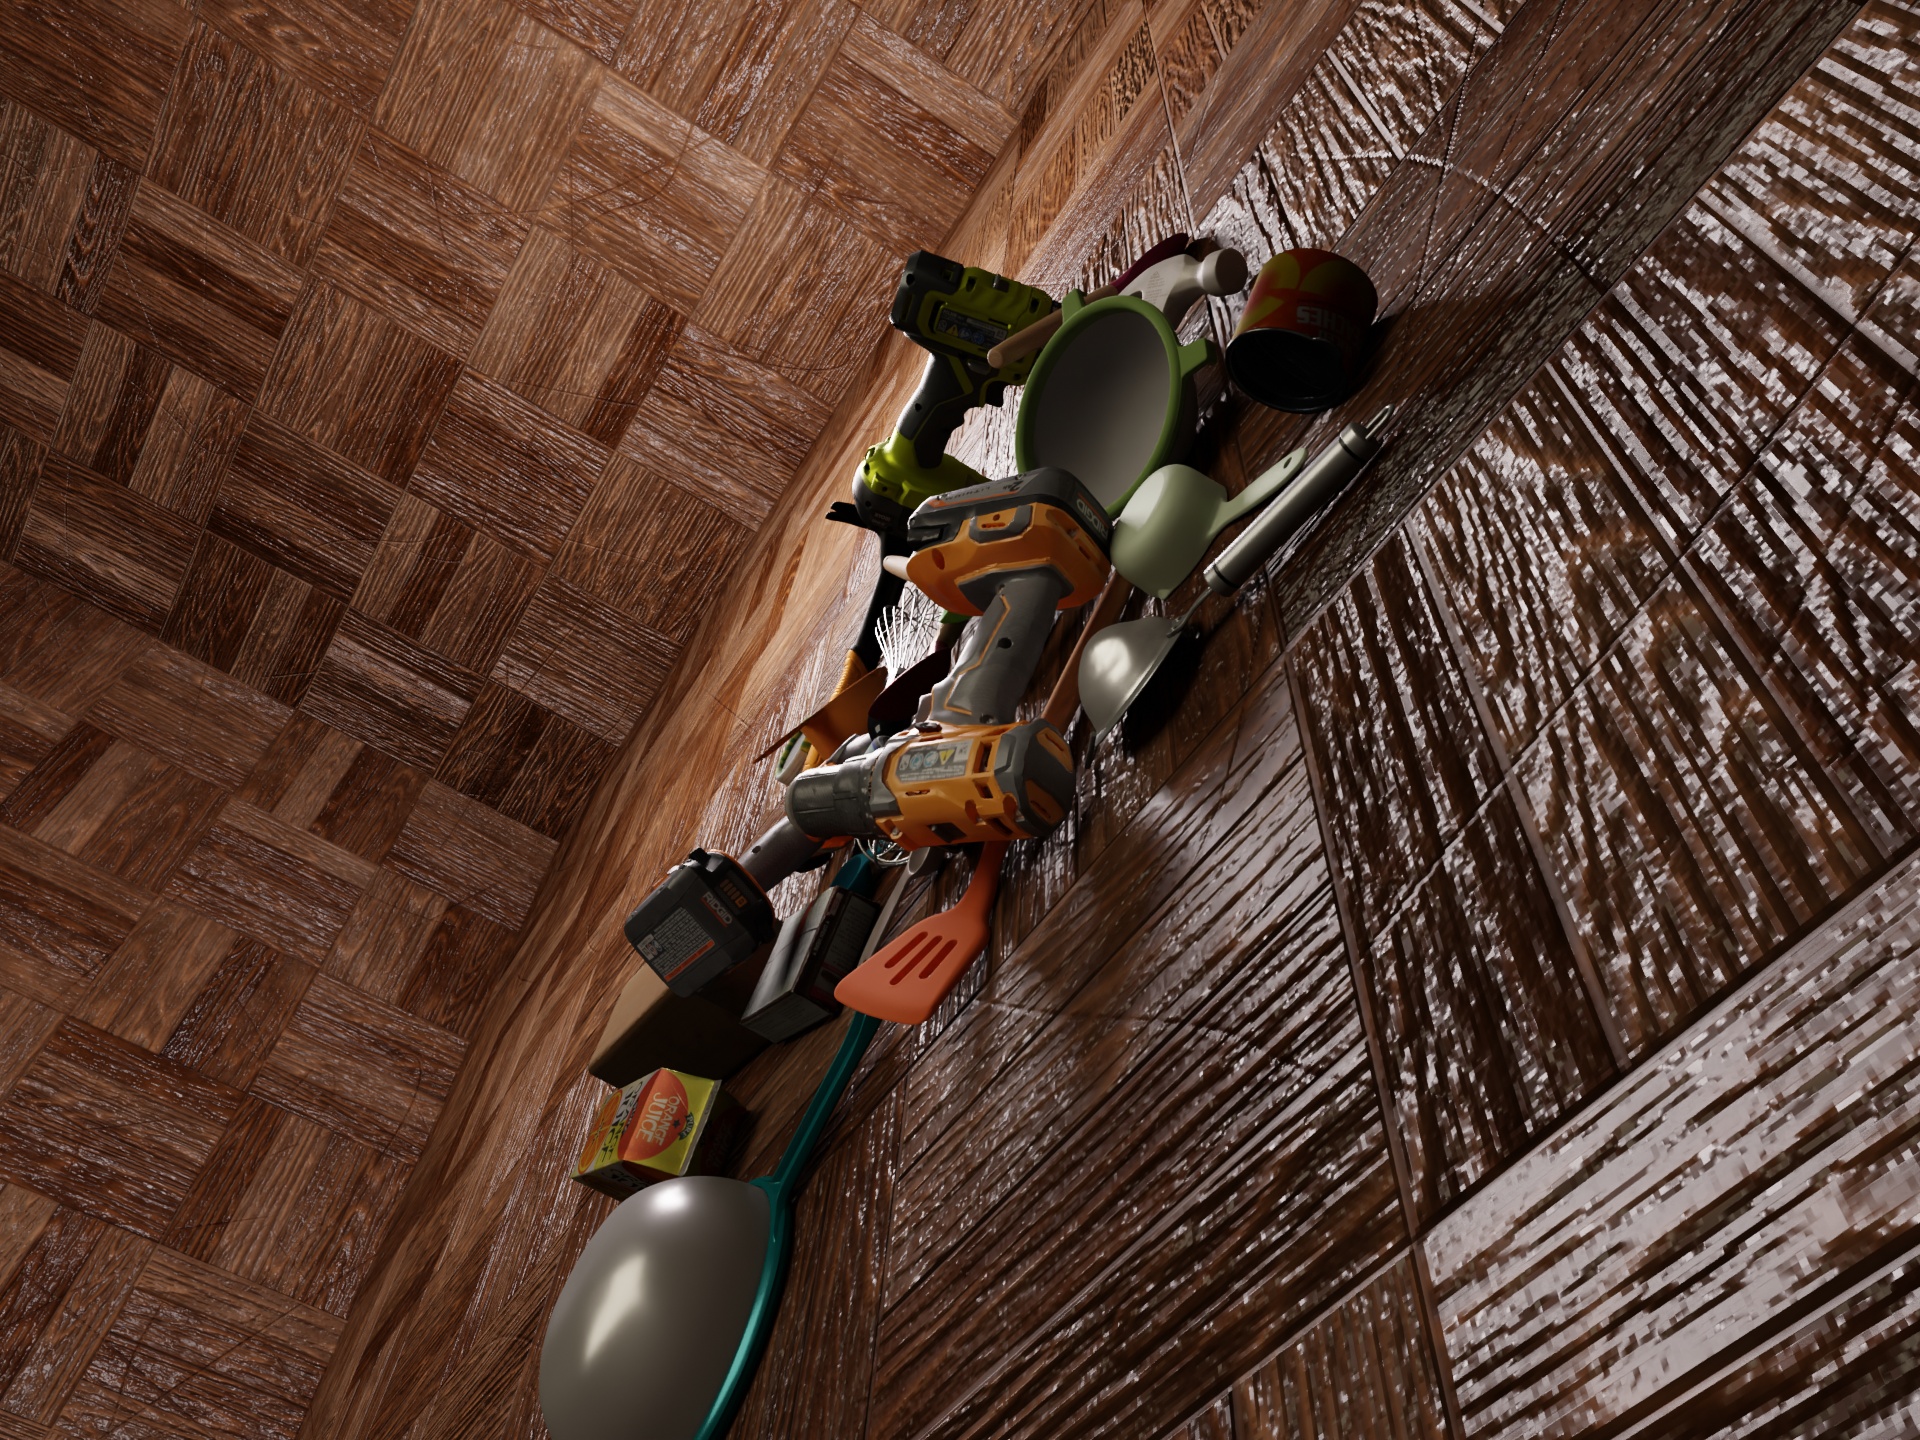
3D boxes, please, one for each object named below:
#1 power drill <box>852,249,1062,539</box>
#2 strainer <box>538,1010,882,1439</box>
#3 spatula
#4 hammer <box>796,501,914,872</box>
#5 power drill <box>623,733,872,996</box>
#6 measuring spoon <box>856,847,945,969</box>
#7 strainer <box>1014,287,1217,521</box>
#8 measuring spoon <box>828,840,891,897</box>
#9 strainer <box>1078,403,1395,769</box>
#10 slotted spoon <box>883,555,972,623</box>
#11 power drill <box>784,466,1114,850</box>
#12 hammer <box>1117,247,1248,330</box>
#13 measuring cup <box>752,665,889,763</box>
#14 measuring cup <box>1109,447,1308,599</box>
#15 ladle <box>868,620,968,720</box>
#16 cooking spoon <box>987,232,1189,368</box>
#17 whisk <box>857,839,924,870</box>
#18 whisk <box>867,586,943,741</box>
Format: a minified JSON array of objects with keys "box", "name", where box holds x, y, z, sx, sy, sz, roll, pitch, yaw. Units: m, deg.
[{"box":[0.019,-0.247,1.280,0.080,0.190,0.228,-79,9,-50],"name":"power drill"},{"box":[-0.162,0.303,0.954,0.340,0.095,0.211,-62,15,0],"name":"strainer"},{"box":[0.032,0.033,0.926,0.081,0.041,0.323,7,64,48],"name":"spatula"},{"box":[-0.100,-0.030,1.370,0.034,0.127,0.337,137,152,-63],"name":"hammer"},{"box":[-0.124,0.090,1.157,0.226,0.084,0.164,-42,1,-39],"name":"power drill"},{"box":[-0.039,0.126,1.052,0.124,0.018,0.034,-63,18,17],"name":"measuring spoon"},{"box":[0.089,-0.143,1.035,0.152,0.069,0.256,39,114,48],"name":"strainer"},{"box":[-0.049,0.093,1.142,0.128,0.021,0.042,-43,20,24],"name":"measuring spoon"},{"box":[0.127,-0.069,0.813,0.258,0.050,0.087,-47,5,32],"name":"strainer"},{"box":[-0.021,-0.113,1.238,0.070,0.031,0.314,-52,17,-2],"name":"slotted spoon"},{"box":[-0.007,-0.027,0.940,0.185,0.084,0.226,-9,54,36],"name":"power drill"},{"box":[0.091,-0.177,1.111,0.130,0.031,0.331,9,72,59],"name":"hammer"},{"box":[-0.101,0.016,1.264,0.095,0.052,0.173,-38,0,36],"name":"measuring cup"},{"box":[0.134,-0.123,0.885,0.083,0.038,0.167,-66,14,-22],"name":"measuring cup"},{"box":[-0.014,-0.058,1.174,0.069,0.031,0.315,-42,7,18],"name":"ladle"},{"box":[0.100,-0.310,1.181,0.068,0.017,0.319,-47,-4,41],"name":"cooking spoon"},{"box":[-0.002,-0.004,1.107,0.246,0.058,0.059,-61,-24,-20],"name":"whisk"},{"box":[-0.044,-0.040,1.217,0.070,0.070,0.285,-55,8,19],"name":"whisk"}]
